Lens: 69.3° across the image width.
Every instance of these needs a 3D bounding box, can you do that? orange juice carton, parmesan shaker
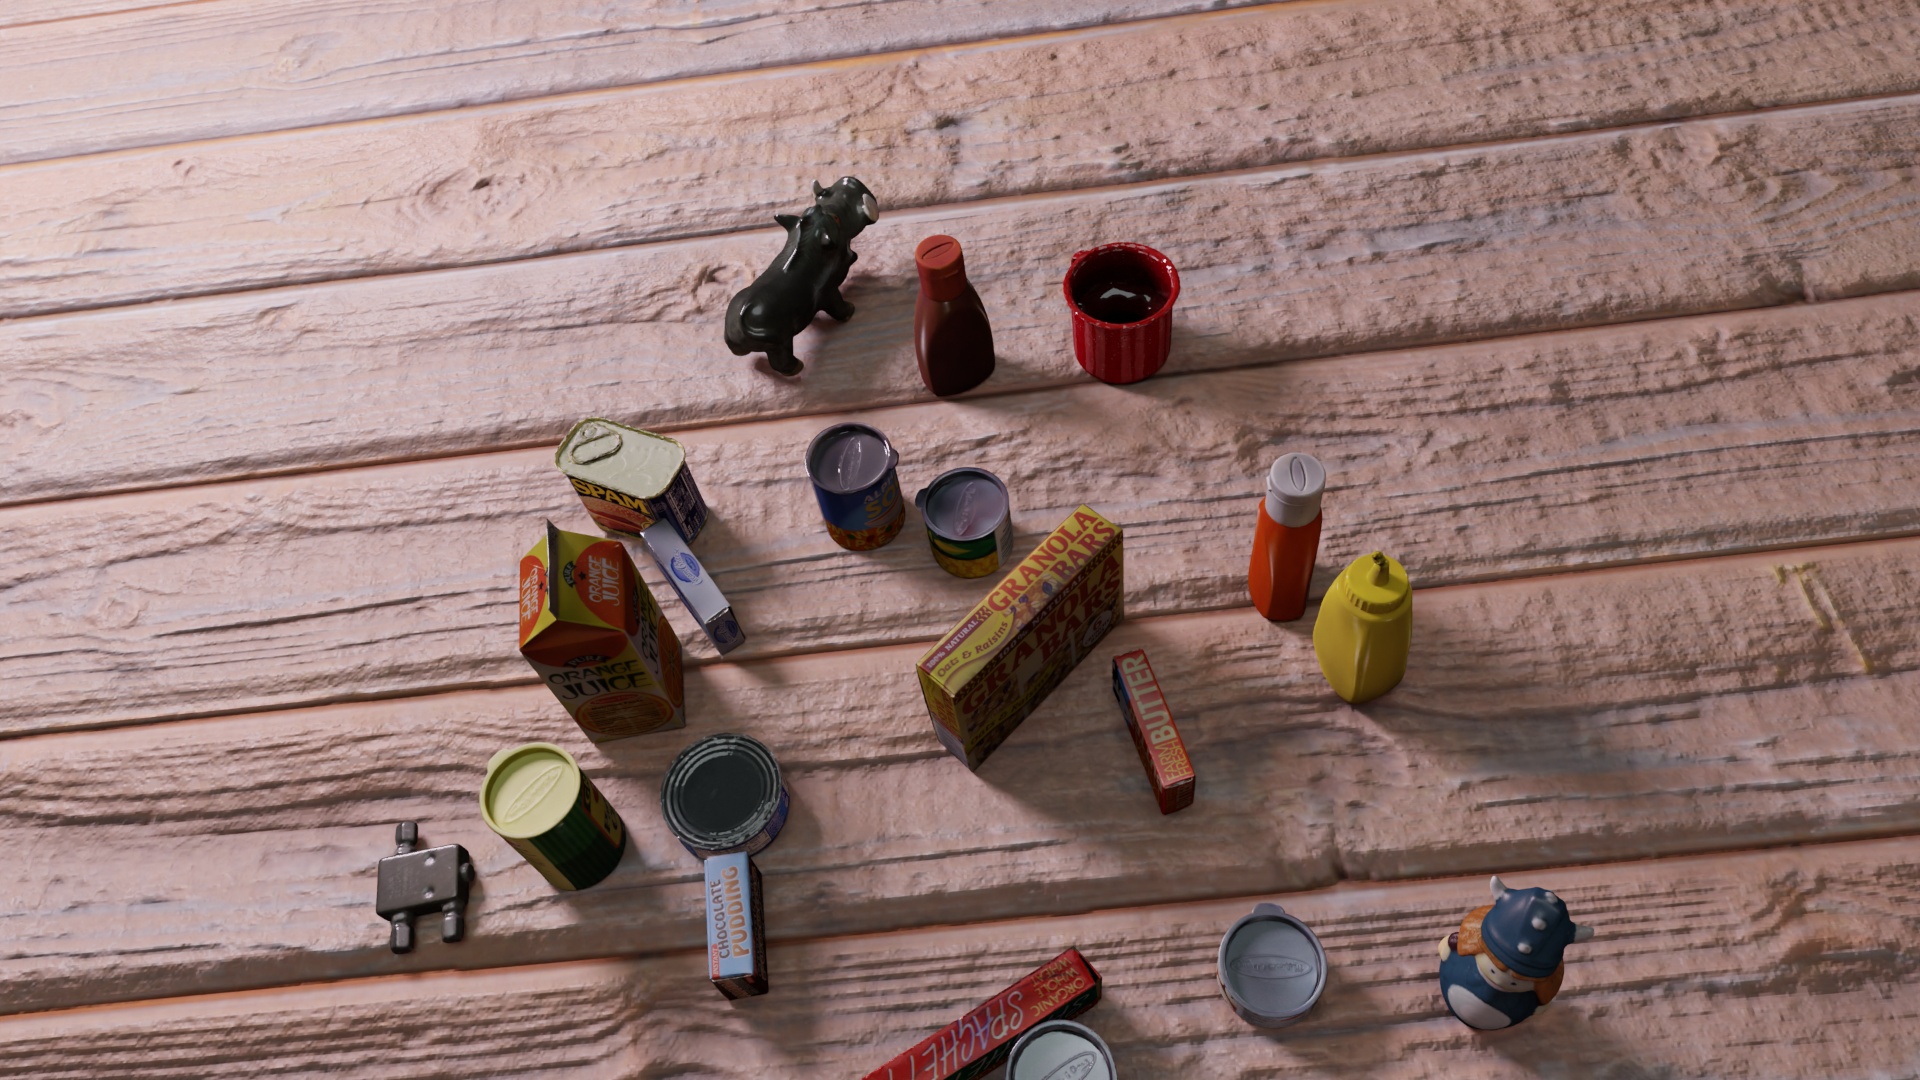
[{"bbox_3d":[-0.251,0.065,0.959,0.073,0.191,0.072,-11,57,0],"label":"orange juice carton"},{"bbox_3d":[-0.274,0.186,0.937,0.071,0.102,0.071,-3,57,5],"label":"parmesan shaker"}]

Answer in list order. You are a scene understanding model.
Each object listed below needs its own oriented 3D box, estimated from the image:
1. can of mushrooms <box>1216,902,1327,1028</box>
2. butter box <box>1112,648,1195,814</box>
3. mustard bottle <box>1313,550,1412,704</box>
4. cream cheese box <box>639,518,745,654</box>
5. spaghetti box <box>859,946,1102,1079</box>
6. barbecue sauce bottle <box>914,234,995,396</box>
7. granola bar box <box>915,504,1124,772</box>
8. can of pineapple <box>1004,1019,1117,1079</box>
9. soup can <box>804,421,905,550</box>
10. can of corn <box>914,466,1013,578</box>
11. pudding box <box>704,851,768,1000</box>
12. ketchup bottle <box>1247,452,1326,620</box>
[{"bbox_3d":[0.194,0.267,0.870,0.071,0.033,0.071,-3,57,5],"label":"can of mushrooms"},{"bbox_3d":[0.132,0.131,0.953,0.024,0.053,0.104,-17,57,-4],"label":"butter box"},{"bbox_3d":[0.272,0.051,0.924,0.049,0.159,0.065,-23,58,-7],"label":"mustard bottle"},{"bbox_3d":[-0.203,0.035,1.055,0.024,0.053,0.104,-34,60,-14],"label":"cream cheese box"},{"bbox_3d":[-0.024,0.329,0.847,0.250,0.050,0.029,-29,59,-12],"label":"spaghetti box"},{"bbox_3d":[-0.009,-0.180,1.114,0.065,0.147,0.044,-27,59,-10],"label":"barbecue sauce bottle"},{"bbox_3d":[0.045,0.068,0.962,0.039,0.123,0.166,37,69,26],"label":"granola bar box"},{"bbox_3d":[0.062,0.330,0.831,0.071,0.057,0.071,-3,57,5],"label":"can of pineapple"},{"bbox_3d":[-0.077,-0.040,1.070,0.071,0.083,0.071,-3,57,5],"label":"soup can"},{"bbox_3d":[0.004,-0.013,1.058,0.071,0.058,0.071,-3,57,5],"label":"can of corn"},{"bbox_3d":[-0.147,0.252,0.911,0.030,0.049,0.084,-10,57,1],"label":"pudding box"},{"bbox_3d":[0.228,-0.004,0.972,0.043,0.148,0.065,-4,57,5],"label":"ketchup bottle"}]
